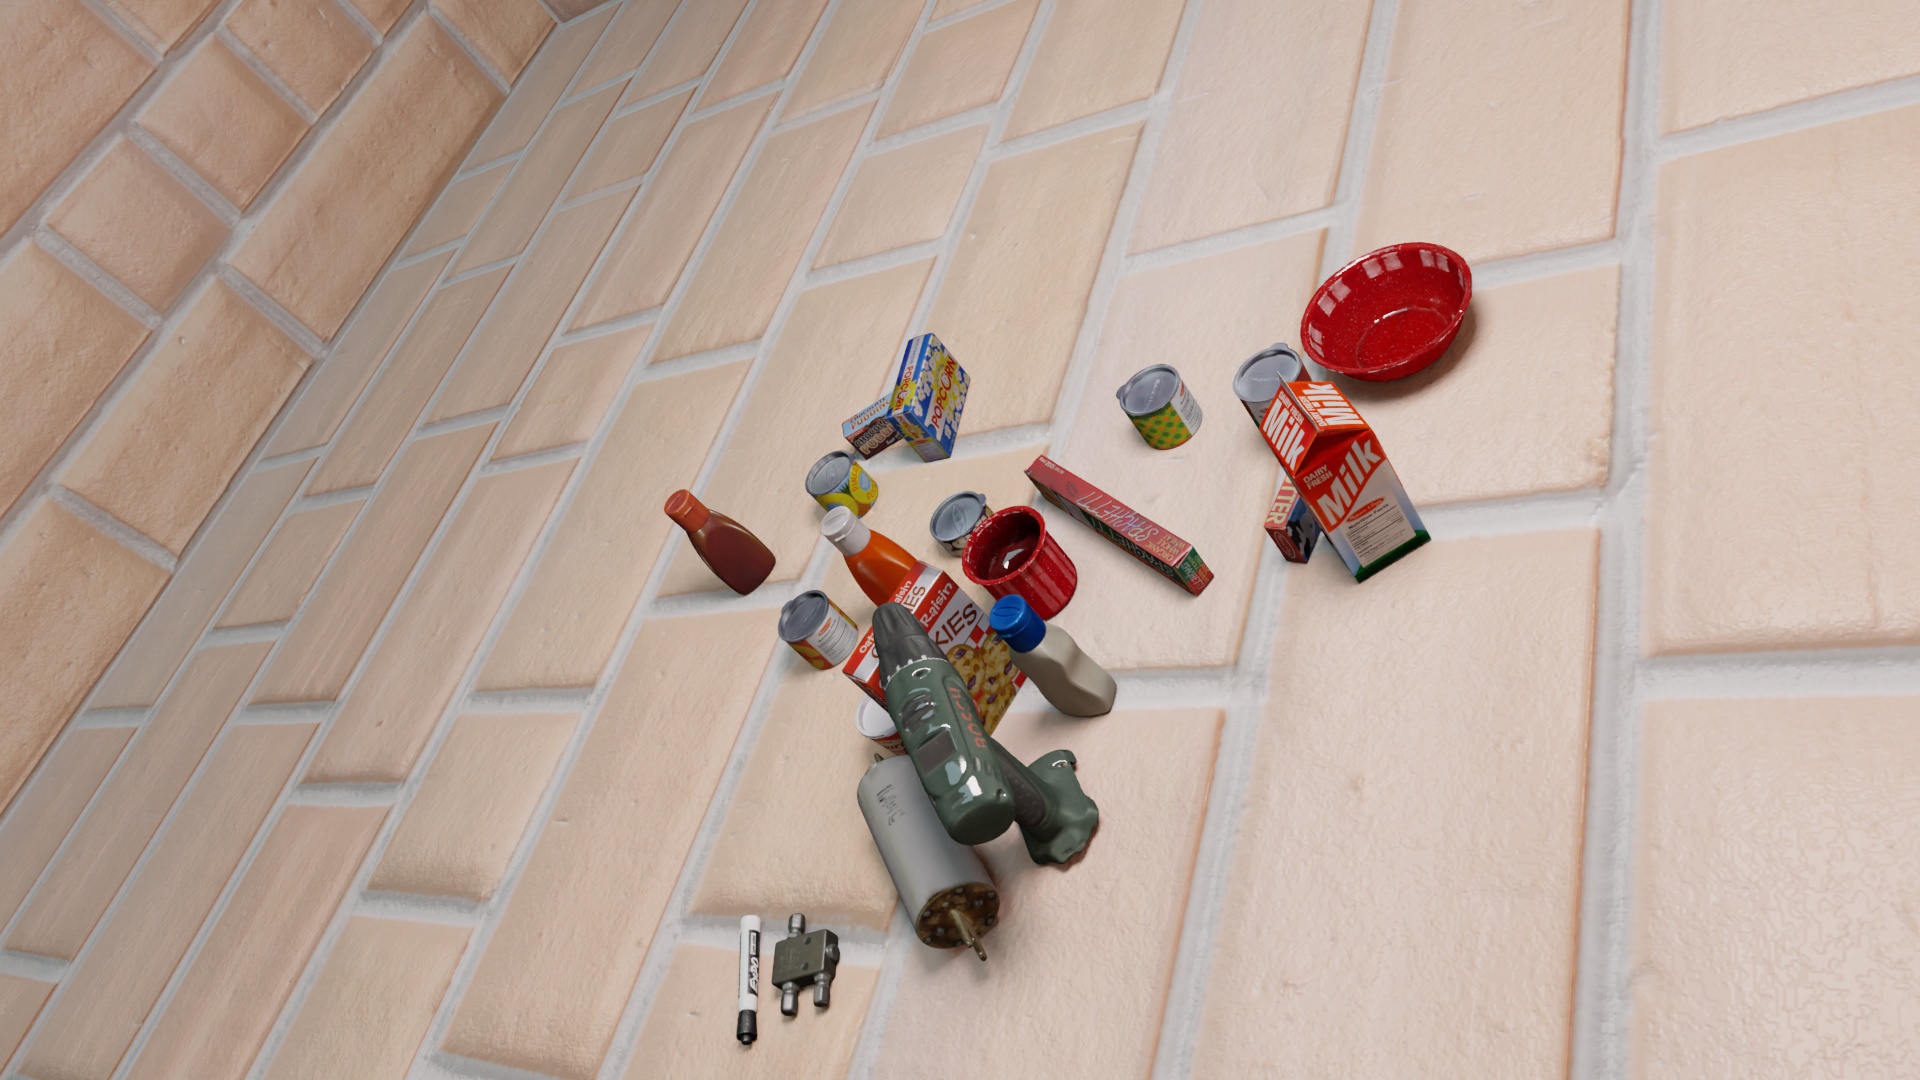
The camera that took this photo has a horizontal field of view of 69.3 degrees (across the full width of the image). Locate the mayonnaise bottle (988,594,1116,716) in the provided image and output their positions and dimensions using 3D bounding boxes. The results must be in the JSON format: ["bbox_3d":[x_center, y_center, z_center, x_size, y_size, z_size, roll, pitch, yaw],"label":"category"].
[{"bbox_3d":[0.078,0.102,1.212,0.064,0.147,0.041,-5,52,37],"label":"mayonnaise bottle"}]

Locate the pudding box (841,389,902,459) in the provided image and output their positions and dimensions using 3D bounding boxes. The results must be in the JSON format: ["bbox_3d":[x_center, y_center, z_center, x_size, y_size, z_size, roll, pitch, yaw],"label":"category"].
[{"bbox_3d":[-0.094,-0.139,1.654,0.083,0.049,0.030,-30,40,14],"label":"pudding box"}]

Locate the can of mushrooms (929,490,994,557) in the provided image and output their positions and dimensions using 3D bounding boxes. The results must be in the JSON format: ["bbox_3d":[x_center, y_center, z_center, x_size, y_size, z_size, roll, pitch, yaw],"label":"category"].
[{"bbox_3d":[0.005,-0.018,1.474,0.071,0.033,0.071,-22,43,23],"label":"can of mushrooms"}]

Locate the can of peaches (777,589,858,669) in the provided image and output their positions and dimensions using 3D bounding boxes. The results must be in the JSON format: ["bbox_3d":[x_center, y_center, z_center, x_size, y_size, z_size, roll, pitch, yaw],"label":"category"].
[{"bbox_3d":[-0.153,0.095,1.480,0.071,0.058,0.071,-22,43,23],"label":"can of peaches"}]

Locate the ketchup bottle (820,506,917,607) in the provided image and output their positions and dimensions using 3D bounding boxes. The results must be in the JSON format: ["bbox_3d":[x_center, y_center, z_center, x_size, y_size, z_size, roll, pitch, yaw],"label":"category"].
[{"bbox_3d":[-0.086,0.023,1.420,0.064,0.148,0.044,-27,41,18],"label":"ketchup bottle"}]

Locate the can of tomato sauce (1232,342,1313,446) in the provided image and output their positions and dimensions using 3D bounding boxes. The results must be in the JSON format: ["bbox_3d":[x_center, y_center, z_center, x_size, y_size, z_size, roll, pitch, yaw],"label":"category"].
[{"bbox_3d":[0.301,-0.130,1.294,0.071,0.083,0.071,-22,43,23],"label":"can of tomato sauce"}]

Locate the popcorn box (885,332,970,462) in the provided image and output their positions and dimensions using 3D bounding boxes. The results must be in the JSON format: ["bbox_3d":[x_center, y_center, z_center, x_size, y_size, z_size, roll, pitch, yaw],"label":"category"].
[{"bbox_3d":[-0.036,-0.165,1.603,0.038,0.085,0.127,-13,47,32],"label":"popcorn box"}]

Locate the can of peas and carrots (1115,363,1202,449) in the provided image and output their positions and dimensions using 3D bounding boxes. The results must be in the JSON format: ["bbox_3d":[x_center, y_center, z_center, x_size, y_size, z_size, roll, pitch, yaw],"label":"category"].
[{"bbox_3d":[0.200,-0.134,1.400,0.071,0.058,0.071,-22,43,23],"label":"can of peas and carrots"}]

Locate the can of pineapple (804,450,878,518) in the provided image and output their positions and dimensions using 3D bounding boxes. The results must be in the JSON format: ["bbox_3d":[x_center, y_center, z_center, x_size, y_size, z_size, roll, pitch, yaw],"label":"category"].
[{"bbox_3d":[-0.136,-0.062,1.612,0.071,0.057,0.071,-22,43,23],"label":"can of pineapple"}]

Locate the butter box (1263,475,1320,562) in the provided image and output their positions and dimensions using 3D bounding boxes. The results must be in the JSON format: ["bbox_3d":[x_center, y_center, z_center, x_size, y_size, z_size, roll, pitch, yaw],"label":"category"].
[{"bbox_3d":[0.305,-0.037,1.228,0.024,0.053,0.104,6,59,43],"label":"butter box"}]

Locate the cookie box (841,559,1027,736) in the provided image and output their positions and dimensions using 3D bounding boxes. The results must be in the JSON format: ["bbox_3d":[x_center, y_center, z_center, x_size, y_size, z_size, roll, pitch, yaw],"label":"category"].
[{"bbox_3d":[-0.018,0.116,1.263,0.040,0.167,0.123,15,65,46],"label":"cookie box"}]

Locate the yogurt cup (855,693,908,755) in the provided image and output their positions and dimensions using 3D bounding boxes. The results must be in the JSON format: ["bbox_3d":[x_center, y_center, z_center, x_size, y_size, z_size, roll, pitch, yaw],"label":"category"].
[{"bbox_3d":[-0.059,0.172,1.335,0.072,0.053,0.073,-22,43,23],"label":"yogurt cup"}]

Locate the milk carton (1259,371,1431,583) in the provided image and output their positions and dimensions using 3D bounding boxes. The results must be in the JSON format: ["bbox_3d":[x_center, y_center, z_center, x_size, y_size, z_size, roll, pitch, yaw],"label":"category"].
[{"bbox_3d":[0.308,-0.058,1.136,0.073,0.190,0.072,-34,40,11],"label":"milk carton"}]

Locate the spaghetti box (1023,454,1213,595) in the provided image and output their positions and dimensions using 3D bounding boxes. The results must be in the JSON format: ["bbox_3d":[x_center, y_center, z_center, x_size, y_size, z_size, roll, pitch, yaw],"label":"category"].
[{"bbox_3d":[0.149,-0.018,1.343,0.029,0.050,0.250,-47,39,-5],"label":"spaghetti box"}]

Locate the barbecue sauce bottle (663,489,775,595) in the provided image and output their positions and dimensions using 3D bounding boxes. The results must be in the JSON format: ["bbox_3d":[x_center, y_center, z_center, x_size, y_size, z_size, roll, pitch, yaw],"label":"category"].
[{"bbox_3d":[-0.280,-0.002,1.603,0.065,0.148,0.044,-49,39,-8],"label":"barbecue sauce bottle"}]
